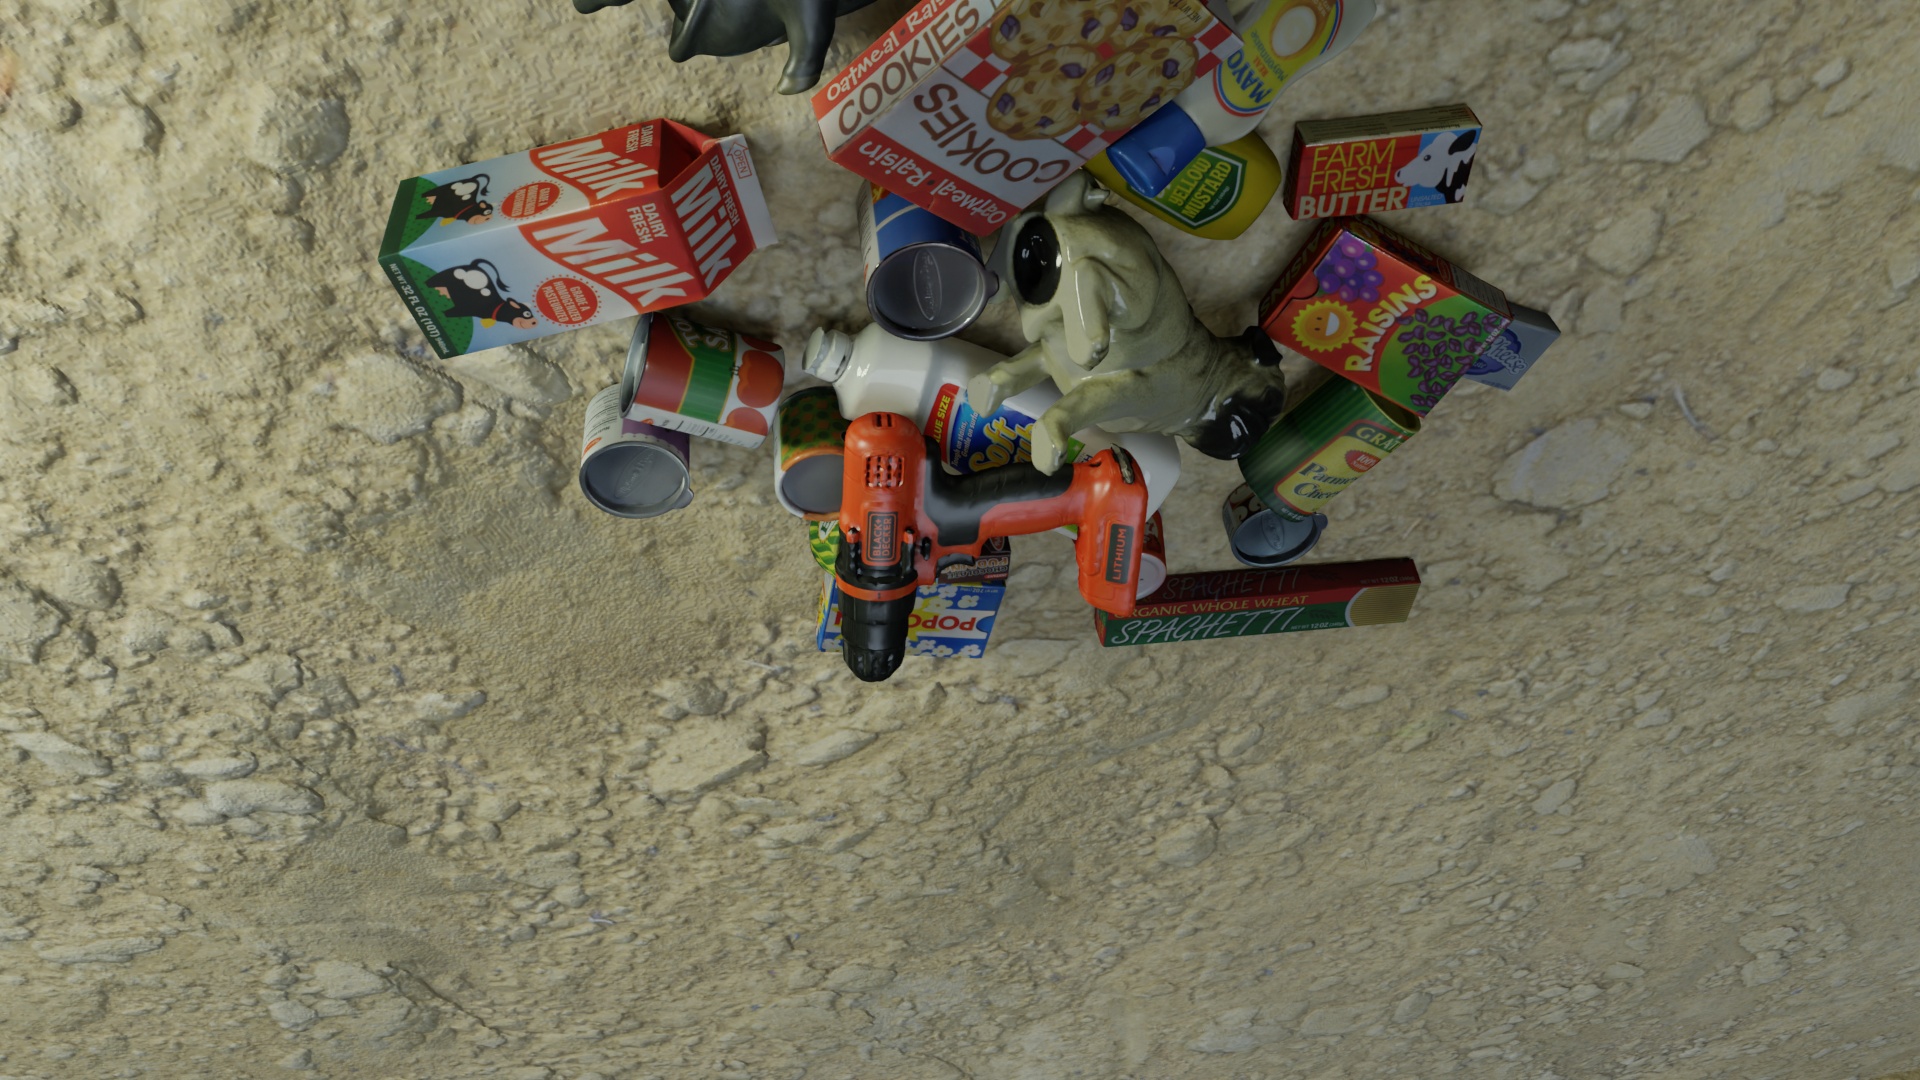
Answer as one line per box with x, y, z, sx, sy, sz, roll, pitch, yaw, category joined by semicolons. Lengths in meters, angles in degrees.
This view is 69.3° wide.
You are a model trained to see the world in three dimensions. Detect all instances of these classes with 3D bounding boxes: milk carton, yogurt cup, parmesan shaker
-0.198;-0.165;0.738;0.191;0.074;0.072;-12;137;3;milk carton
0.116;0.007;0.995;0.072;0.054;0.072;-5;138;-4;yogurt cup
0.247;-0.066;0.930;0.071;0.071;0.102;24;129;-31;parmesan shaker

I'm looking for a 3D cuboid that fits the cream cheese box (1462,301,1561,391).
0.331;-0.133;0.902;0.104;0.024;0.053;11;133;-21;cream cheese box

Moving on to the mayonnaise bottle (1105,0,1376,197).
0.138;-0.238;0.702;0.148;0.041;0.064;-45;120;2;mayonnaise bottle

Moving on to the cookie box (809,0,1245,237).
0.031;-0.219;0.653;0.167;0.040;0.123;-31;154;30;cookie box

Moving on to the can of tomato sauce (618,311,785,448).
-0.153;-0.097;0.827;0.083;0.071;0.070;13;133;-23;can of tomato sauce

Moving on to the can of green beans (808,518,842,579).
-0.063;0.001;0.934;0.071;0.058;0.071;-5;104;-21;can of green beans

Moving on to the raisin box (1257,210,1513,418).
0.257;-0.139;0.849;0.123;0.040;0.085;26;130;-11;raisin box

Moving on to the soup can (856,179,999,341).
-0.019;-0.161;0.765;0.071;0.084;0.071;-5;138;-4;soup can

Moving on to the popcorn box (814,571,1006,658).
-0.039;0.045;1.021;0.127;0.038;0.084;4;135;-13;popcorn box

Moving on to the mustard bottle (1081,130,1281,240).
0.097;-0.216;0.752;0.160;0.049;0.065;16;129;-25;mustard bottle

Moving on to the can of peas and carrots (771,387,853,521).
-0.084;-0.055;0.889;0.071;0.059;0.070;-5;138;-4;can of peas and carrots

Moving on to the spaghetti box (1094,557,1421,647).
0.229;0.048;1.078;0.250;0.029;0.049;-4;137;-6;spaghetti box

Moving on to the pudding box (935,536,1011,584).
0.003;-0.012;0.932;0.050;0.084;0.030;-4;139;-6;pudding box

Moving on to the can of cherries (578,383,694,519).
-0.200;-0.056;0.868;0.071;0.059;0.071;-5;137;-5;can of cherries

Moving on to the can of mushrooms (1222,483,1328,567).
0.227;-0.014;1.007;0.071;0.033;0.070;-5;137;-4;can of mushrooms

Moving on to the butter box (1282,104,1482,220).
0.240;-0.216;0.796;0.103;0.024;0.052;-7;137;-3;butter box
